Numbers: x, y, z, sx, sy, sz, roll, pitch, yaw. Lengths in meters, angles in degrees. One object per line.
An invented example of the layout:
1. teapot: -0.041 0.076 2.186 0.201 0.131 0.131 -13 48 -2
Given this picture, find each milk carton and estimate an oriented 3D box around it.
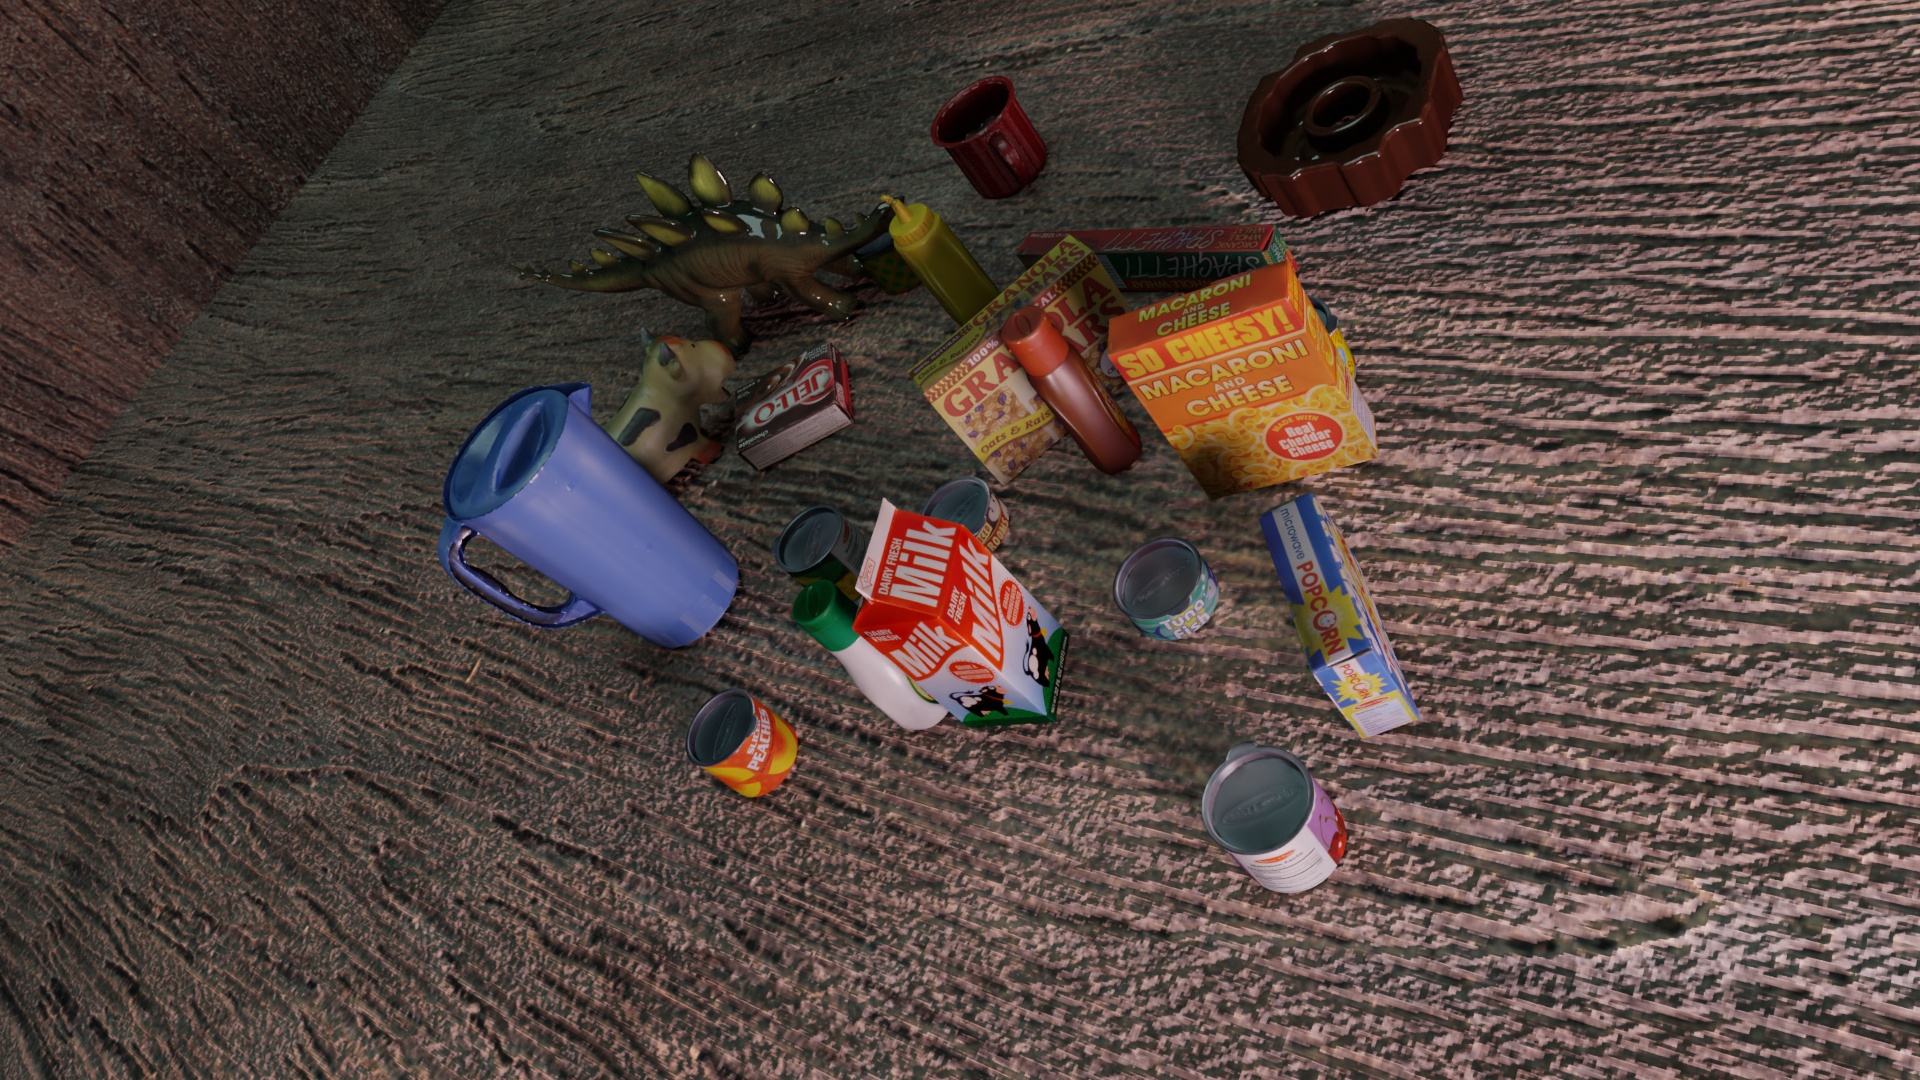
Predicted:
1. milk carton: -0.007 0.051 0.929 0.073 0.190 0.073 -9 52 33

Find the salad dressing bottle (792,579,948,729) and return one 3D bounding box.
1. salad dressing bottle: -0.061 0.081 0.979 0.044 0.147 0.064 -29 43 16

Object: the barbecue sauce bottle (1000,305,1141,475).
1. barbecue sauce bottle: 0.081 -0.113 1.029 0.043 0.148 0.065 -35 42 10

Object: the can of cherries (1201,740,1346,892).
1. can of cherries: 0.180 0.158 0.795 0.071 0.058 0.072 -21 46 24

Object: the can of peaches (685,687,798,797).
1. can of peaches: -0.165 0.156 1.066 0.071 0.058 0.071 -21 46 24

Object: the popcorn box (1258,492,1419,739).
1. popcorn box: 0.226 0.044 0.834 0.038 0.085 0.127 -26 44 19

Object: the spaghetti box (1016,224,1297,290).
1. spaghetti box: 0.157 -0.230 1.142 0.250 0.050 0.029 9 63 42

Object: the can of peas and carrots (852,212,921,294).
1. can of peas and carrots: -0.068 -0.282 1.353 0.071 0.058 0.071 -21 46 24

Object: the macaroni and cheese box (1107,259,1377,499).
1. macaroni and cheese box: 0.189 -0.101 0.922 0.123 0.166 0.040 -15 49 29

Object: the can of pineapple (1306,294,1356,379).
1. can of pineapple: 0.242 -0.131 0.987 0.071 0.057 0.071 -21 46 24

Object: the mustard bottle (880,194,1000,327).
1. mustard bottle: -0.019 -0.245 1.208 0.049 0.160 0.065 -43 41 1

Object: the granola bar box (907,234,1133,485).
1. granola bar box: 0.059 -0.139 1.087 0.165 0.124 0.039 -40 41 4

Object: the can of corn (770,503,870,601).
1. can of corn: -0.111 0.013 1.142 0.071 0.058 0.071 -21 46 24

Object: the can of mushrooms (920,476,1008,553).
1. can of mushrooms: 0.004 -0.014 1.094 0.071 0.033 0.071 -21 46 23

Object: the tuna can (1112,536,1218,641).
1. tuna can: 0.142 0.035 0.947 0.071 0.032 0.071 -21 46 23
